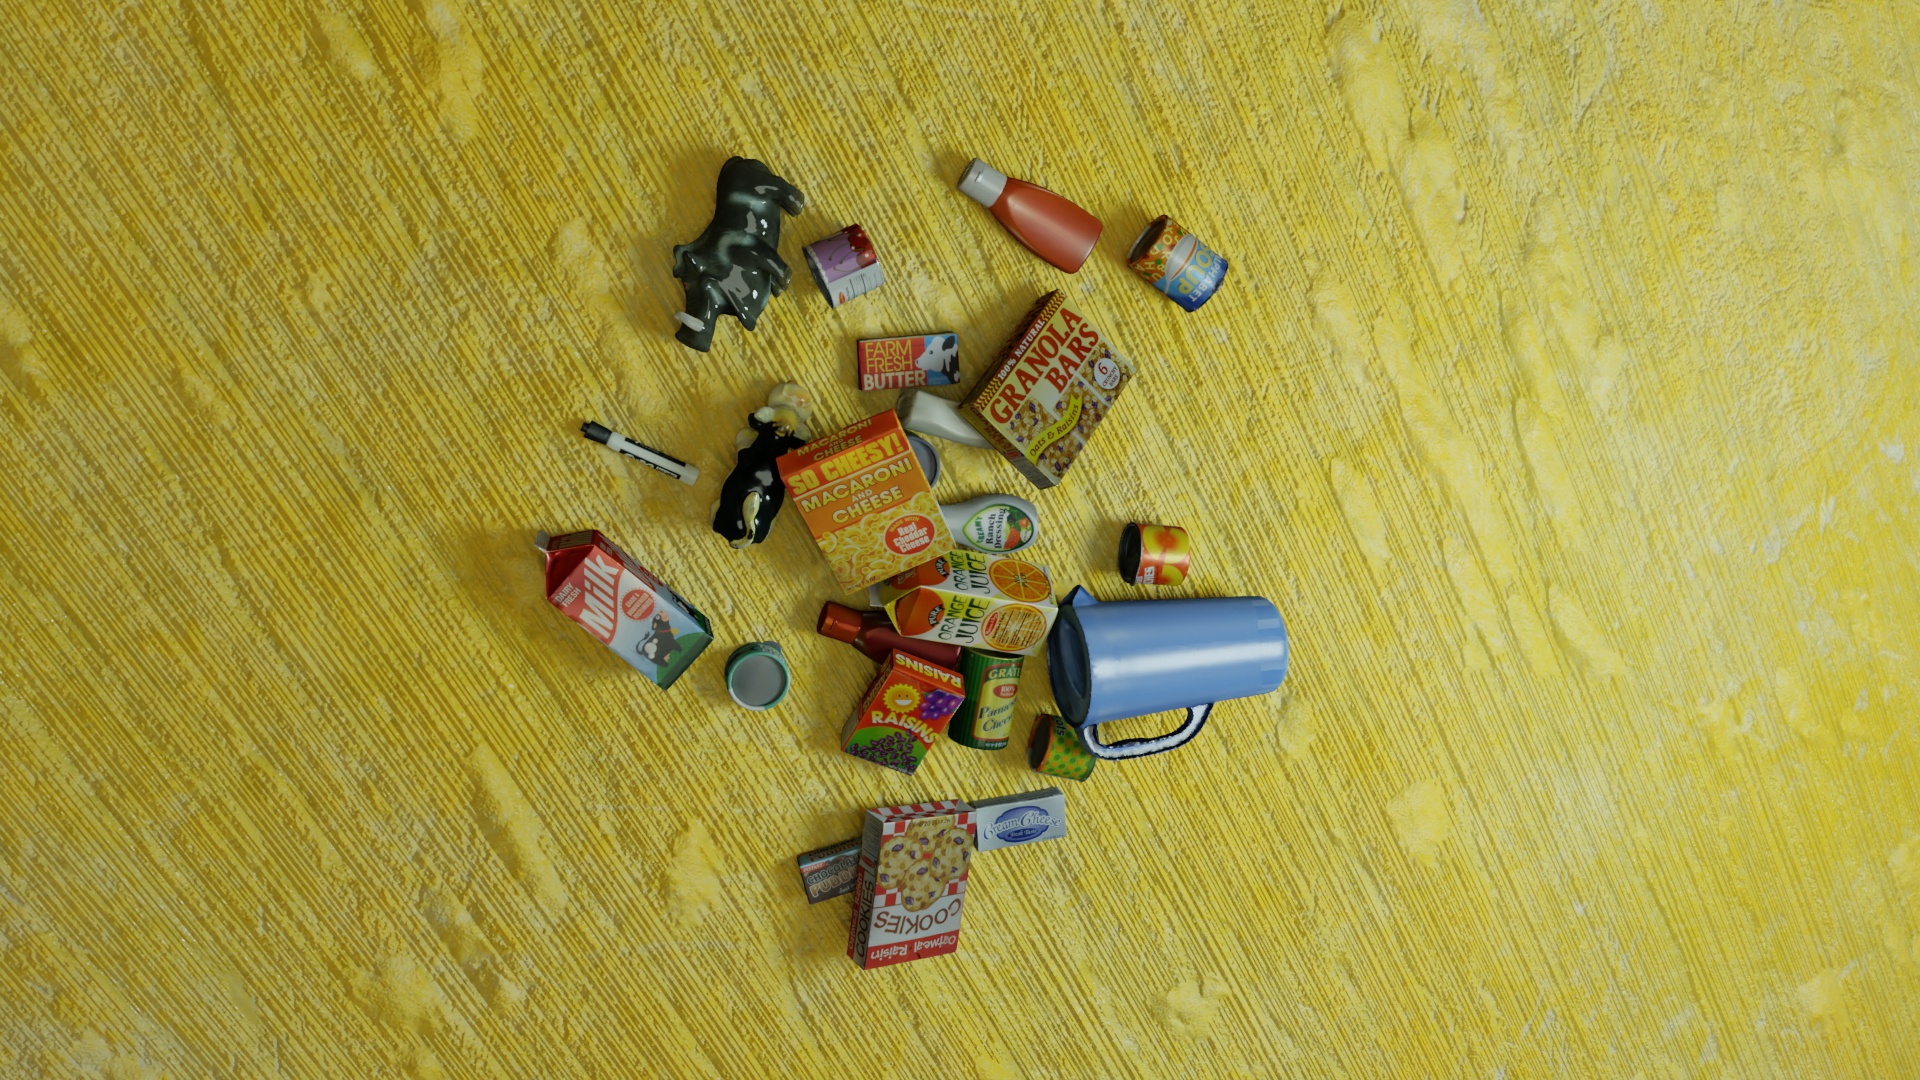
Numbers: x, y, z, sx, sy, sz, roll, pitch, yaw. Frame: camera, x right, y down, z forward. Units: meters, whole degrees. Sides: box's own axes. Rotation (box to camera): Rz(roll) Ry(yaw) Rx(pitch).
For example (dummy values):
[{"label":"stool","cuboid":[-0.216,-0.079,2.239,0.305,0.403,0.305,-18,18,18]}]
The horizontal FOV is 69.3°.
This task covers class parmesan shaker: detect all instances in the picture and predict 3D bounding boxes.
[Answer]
[{"label":"parmesan shaker","cuboid":[0.029,0.165,1.481,0.071,0.071,0.103,7,100,-15]}]

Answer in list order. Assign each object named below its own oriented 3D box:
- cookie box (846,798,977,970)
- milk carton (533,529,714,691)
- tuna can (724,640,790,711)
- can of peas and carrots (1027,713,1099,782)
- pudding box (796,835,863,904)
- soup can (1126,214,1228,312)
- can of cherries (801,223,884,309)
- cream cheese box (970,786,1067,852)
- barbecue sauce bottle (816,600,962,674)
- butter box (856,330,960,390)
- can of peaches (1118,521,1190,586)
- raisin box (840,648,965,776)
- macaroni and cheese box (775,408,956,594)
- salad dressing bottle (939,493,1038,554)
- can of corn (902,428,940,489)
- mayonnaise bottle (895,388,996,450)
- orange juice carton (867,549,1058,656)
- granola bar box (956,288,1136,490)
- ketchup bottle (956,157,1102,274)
[{"label":"cookie box","cuboid":[-0.052,0.369,1.495,0.123,0.040,0.167,1,102,-36]},{"label":"milk carton","cuboid":[-0.340,0.056,1.364,0.190,0.072,0.073,42,90,-18]},{"label":"tuna can","cuboid":[-0.208,0.139,1.434,0.071,0.033,0.071,-3,103,-13]},{"label":"can of peas and carrots","cuboid":[0.112,0.223,1.511,0.059,0.071,0.071,13,98,-15]},{"label":"pudding box","cuboid":[-0.130,0.354,1.499,0.084,0.030,0.049,-15,104,-11]},{"label":"soup can","cuboid":[0.224,-0.285,1.430,0.084,0.071,0.071,33,93,-17]},{"label":"can of cherries","cuboid":[-0.115,-0.270,1.355,0.058,0.071,0.071,-27,107,-7]},{"label":"cream cheese box","cuboid":[0.064,0.309,1.540,0.104,0.024,0.053,-8,102,-12]},{"label":"barbecue sauce bottle","cuboid":[-0.075,0.102,1.453,0.148,0.044,0.064,19,101,-16]},{"label":"butter box","cuboid":[-0.054,-0.182,1.409,0.104,0.024,0.053,-7,102,-13]},{"label":"can of peaches","cuboid":[0.208,0.017,1.491,0.058,0.071,0.071,4,101,-15]},{"label":"raisin box","cuboid":[-0.061,0.181,1.452,0.086,0.040,0.123,24,118,-17]},{"label":"macaroni and cheese box","cuboid":[-0.090,-0.036,1.355,0.124,0.040,0.165,-23,130,2]},{"label":"salad dressing bottle","cuboid":[0.005,-0.018,1.447,0.148,0.044,0.064,1,109,-13]},{"label":"can of corn","cuboid":[-0.061,-0.078,1.411,0.071,0.058,0.071,-3,103,-13]},{"label":"mayonnaise bottle","cuboid":[0.010,-0.118,1.420,0.148,0.064,0.041,13,85,-20]},{"label":"orange juice carton","cuboid":[-0.003,0.059,1.434,0.193,0.072,0.072,10,127,-15]},{"label":"granola bar box","cuboid":[0.089,-0.153,1.411,0.124,0.039,0.166,43,66,-18]},{"label":"ketchup bottle","cuboid":[0.068,-0.331,1.398,0.149,0.043,0.064,29,93,-17]}]
